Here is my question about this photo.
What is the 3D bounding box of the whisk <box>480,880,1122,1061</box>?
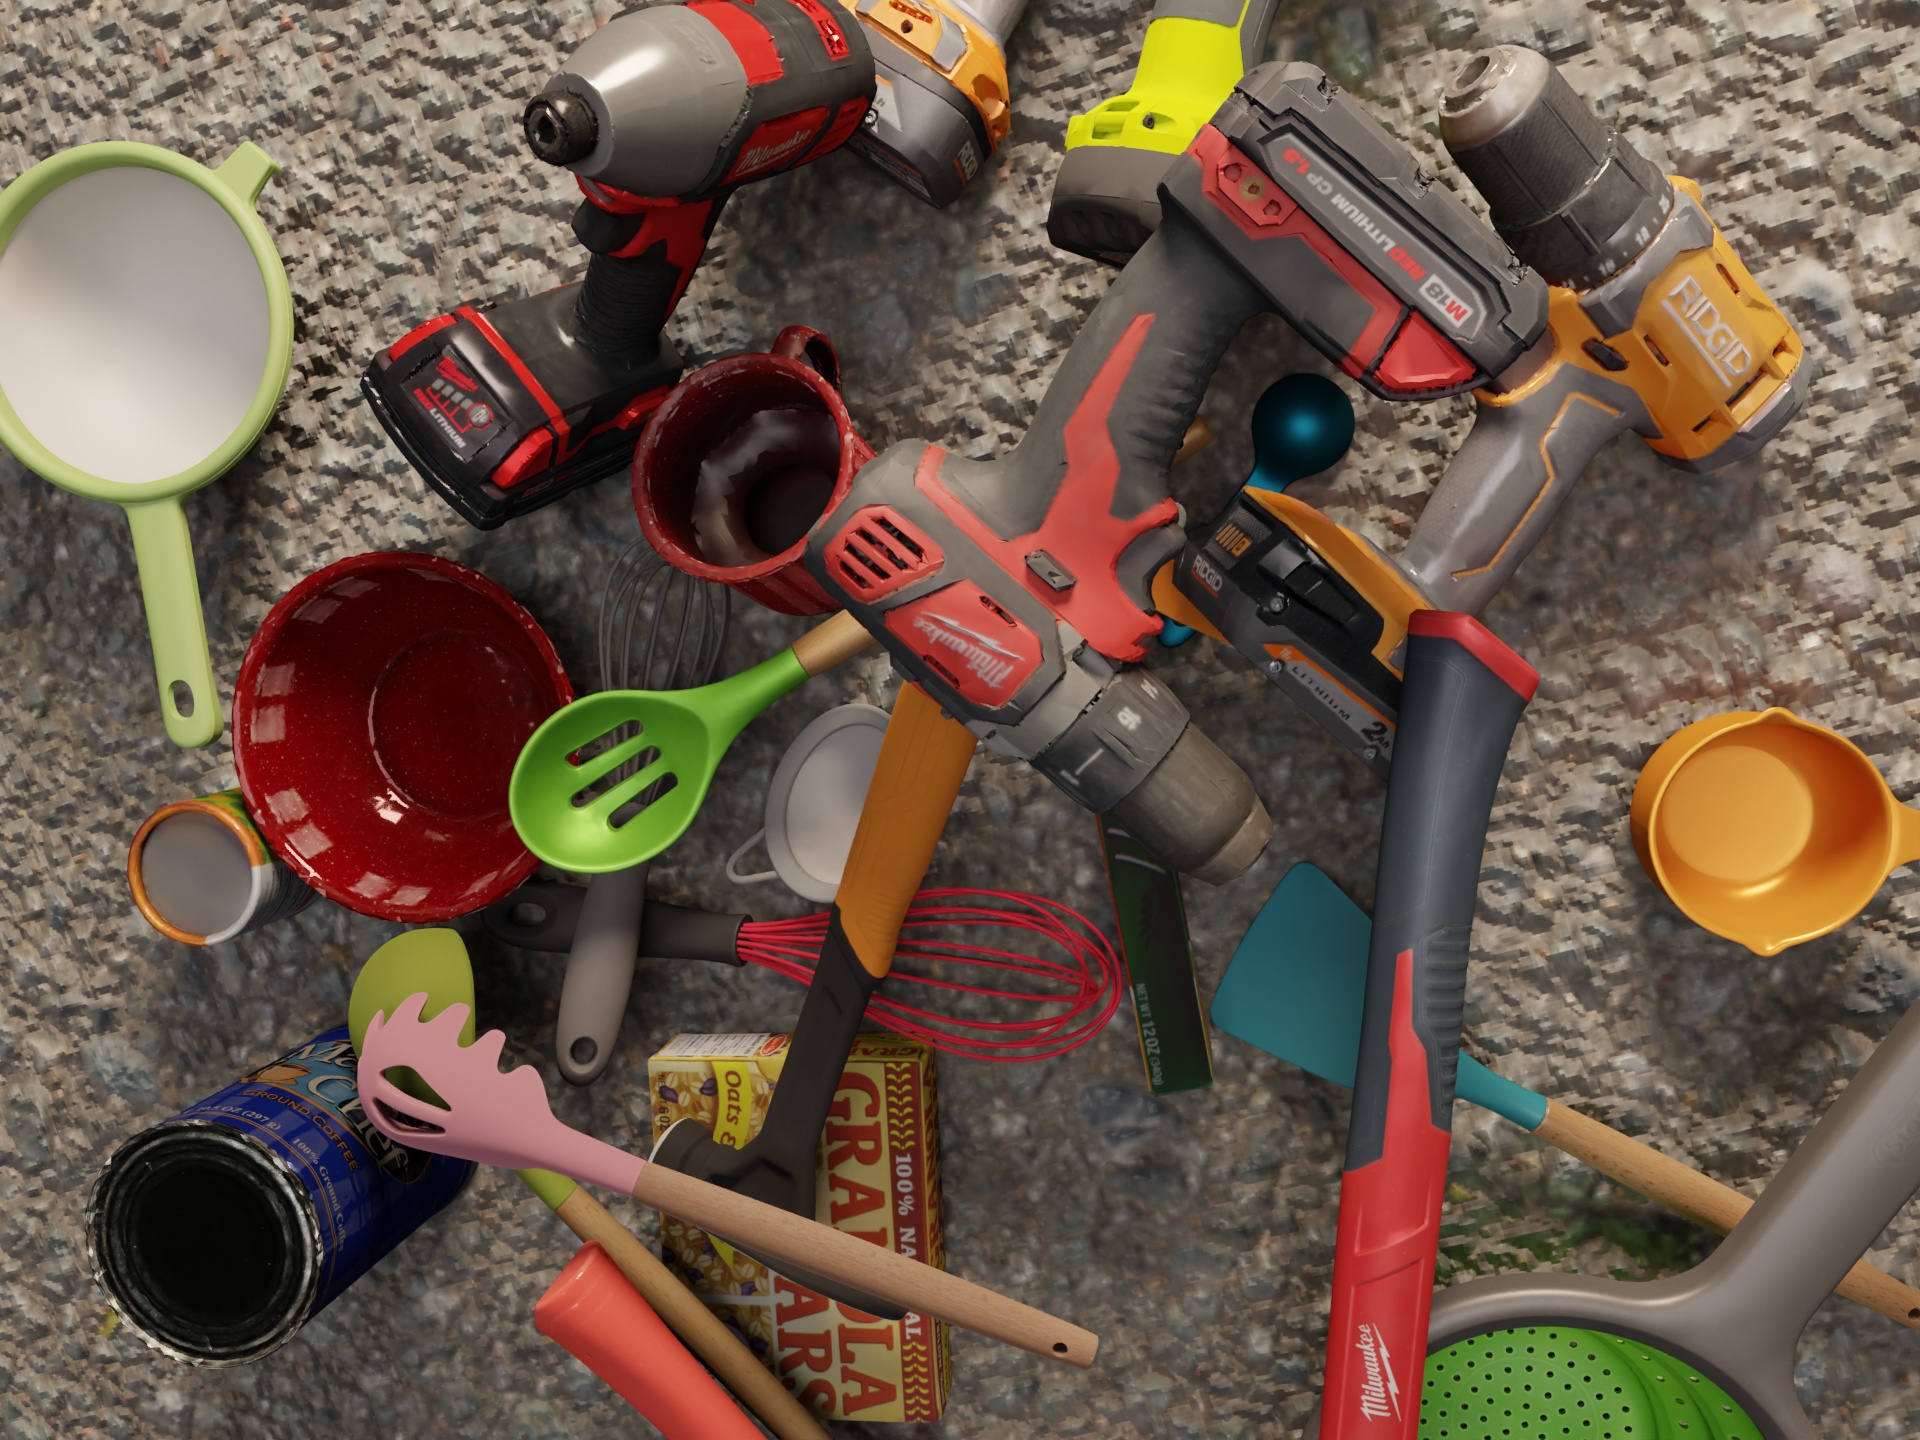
[{"bbox_3d":[-0.076,0.099,0.692,0.296,0.073,0.073,5,97,15],"label":"whisk"}]

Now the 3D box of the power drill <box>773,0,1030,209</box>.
[{"bbox_3d":[-0.001,-0.339,0.620,0.164,0.084,0.226,36,96,4],"label":"power drill"}]

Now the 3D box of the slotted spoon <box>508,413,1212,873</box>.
[{"bbox_3d":[-0.039,-0.035,0.629,0.314,0.031,0.070,-30,96,6],"label":"slotted spoon"}]

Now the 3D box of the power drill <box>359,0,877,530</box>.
[{"bbox_3d":[-0.132,-0.171,0.588,0.078,0.143,0.219,50,133,1],"label":"power drill"}]

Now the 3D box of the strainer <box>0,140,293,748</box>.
[{"bbox_3d":[-0.344,-0.118,0.703,0.151,0.069,0.256,-6,96,7],"label":"strainer"}]

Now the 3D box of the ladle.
[{"bbox_3d":[-0.144,0.217,0.688,0.320,0.062,0.078,45,131,-1],"label":"ladle"}]

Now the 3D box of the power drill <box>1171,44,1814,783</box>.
[{"bbox_3d":[0.182,-0.108,0.584,0.185,0.084,0.226,37,102,-28],"label":"power drill"}]

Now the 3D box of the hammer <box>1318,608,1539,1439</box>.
[{"bbox_3d":[0.142,0.152,0.576,0.143,0.038,0.386,5,97,12],"label":"hammer"}]

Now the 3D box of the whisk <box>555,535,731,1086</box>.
[{"bbox_3d":[-0.142,0.037,0.677,0.055,0.055,0.239,10,86,8],"label":"whisk"}]

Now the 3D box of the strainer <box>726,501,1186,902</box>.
[{"bbox_3d":[-0.001,-0.002,0.647,0.258,0.050,0.087,-41,53,30],"label":"strainer"}]

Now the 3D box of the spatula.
[{"bbox_3d":[0.261,0.170,0.662,0.317,0.044,0.082,28,99,1],"label":"spatula"}]

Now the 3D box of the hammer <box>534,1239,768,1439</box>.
[{"bbox_3d":[-0.043,0.356,0.663,0.149,0.037,0.359,-30,103,38],"label":"hammer"}]

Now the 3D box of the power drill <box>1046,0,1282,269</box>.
[{"bbox_3d":[0.121,-0.271,0.578,0.080,0.171,0.223,24,106,47],"label":"power drill"}]

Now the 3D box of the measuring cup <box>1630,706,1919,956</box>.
[{"bbox_3d":[0.351,0.040,0.618,0.173,0.052,0.095,0,96,7],"label":"measuring cup"}]

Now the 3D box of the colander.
[{"bbox_3d":[0.278,0.240,0.626,0.204,0.094,0.397,34,101,6],"label":"colander"}]

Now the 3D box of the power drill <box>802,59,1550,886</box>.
[{"bbox_3d":[0.082,-0.070,0.517,0.188,0.080,0.226,42,108,-4],"label":"power drill"}]

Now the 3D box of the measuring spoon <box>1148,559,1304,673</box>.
[{"bbox_3d":[0.097,-0.047,0.644,0.116,0.011,0.021,26,97,-24],"label":"measuring spoon"}]

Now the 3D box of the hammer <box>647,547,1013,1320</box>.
[{"bbox_3d":[-0.026,0.069,0.619,0.127,0.034,0.336,23,106,18],"label":"hammer"}]

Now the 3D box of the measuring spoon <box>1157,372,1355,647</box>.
[{"bbox_3d":[0.118,-0.085,0.655,0.042,0.021,0.128,32,99,5],"label":"measuring spoon"}]

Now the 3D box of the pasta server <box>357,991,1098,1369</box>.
[{"bbox_3d":[-0.097,0.185,0.620,0.316,0.040,0.060,19,103,5],"label":"pasta server"}]
